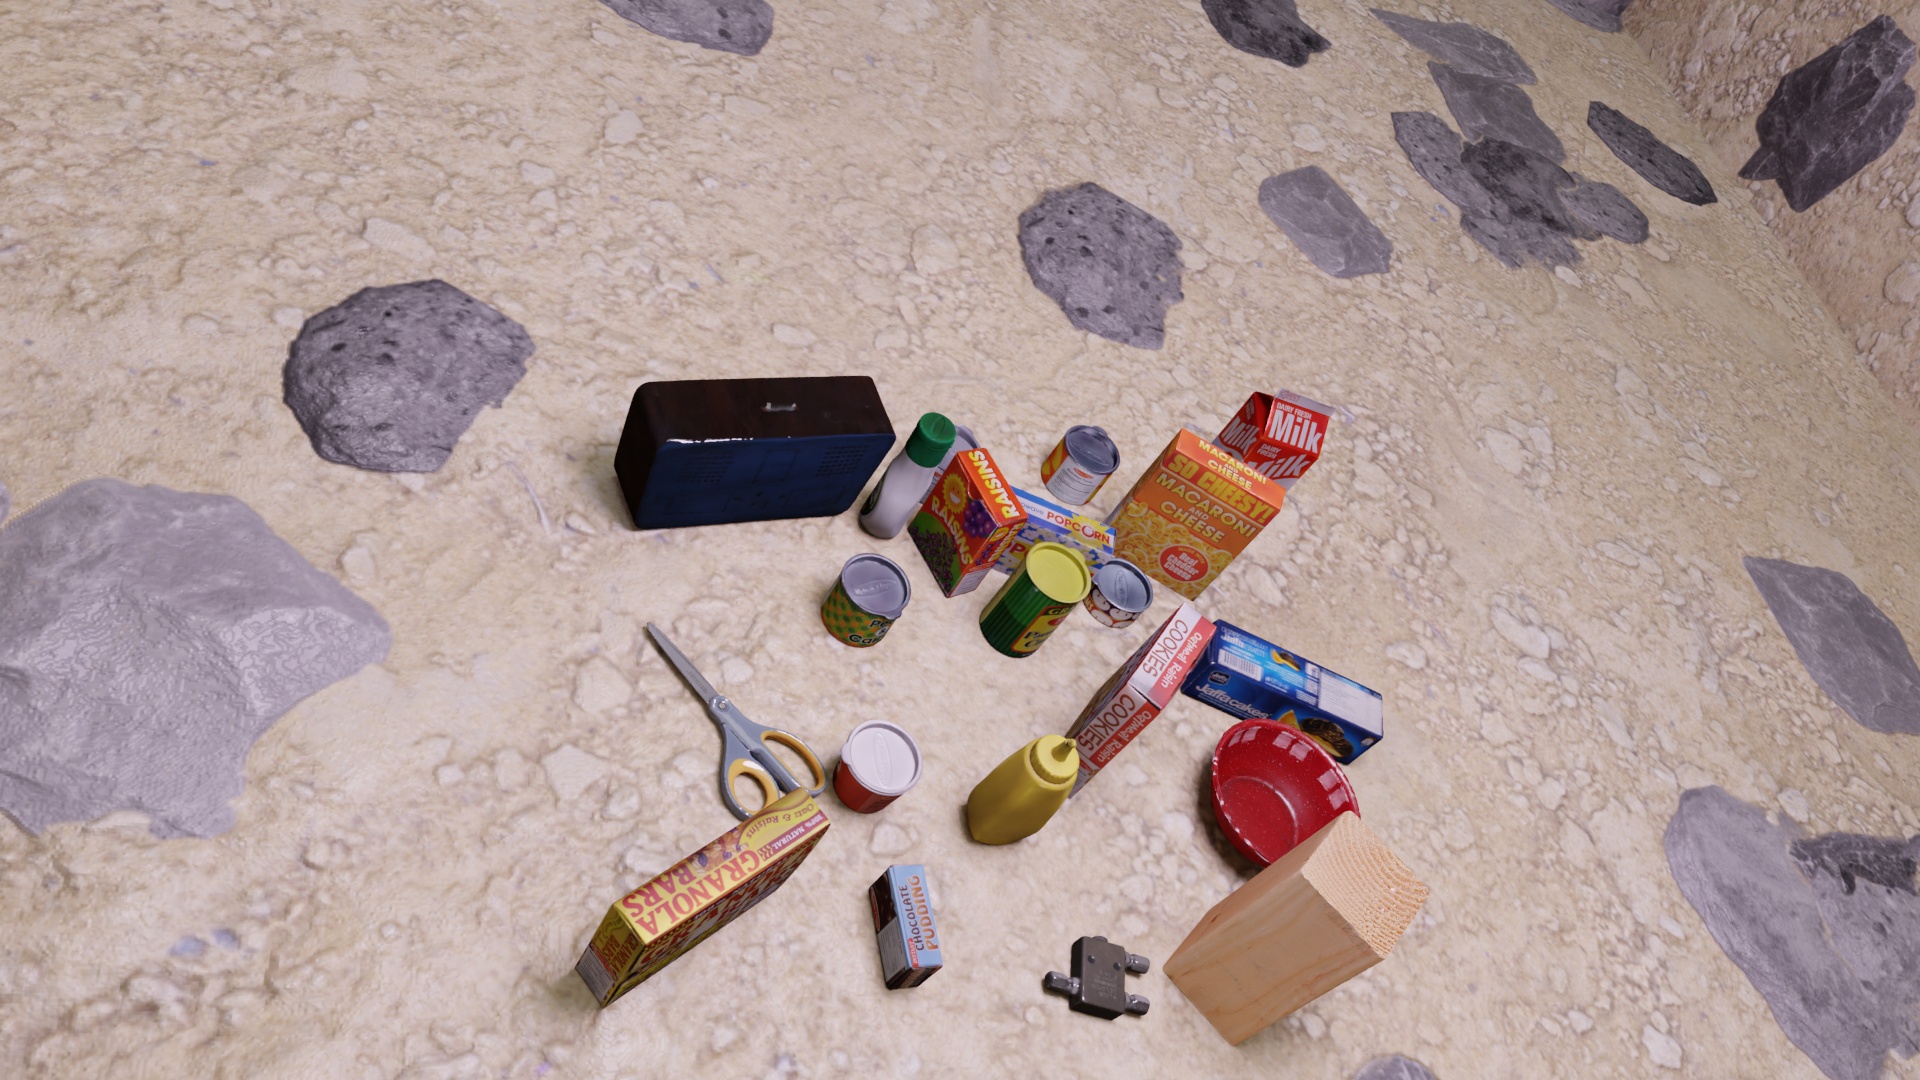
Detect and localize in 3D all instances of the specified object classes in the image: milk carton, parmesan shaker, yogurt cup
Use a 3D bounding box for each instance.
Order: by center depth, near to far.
[{"bbox_3d":[-0.072,0.190,1.147,0.072,0.053,0.073,15,49,-18],"label":"yogurt cup"},{"bbox_3d":[0.071,0.056,1.300,0.071,0.102,0.072,15,49,-18],"label":"parmesan shaker"},{"bbox_3d":[0.322,-0.092,1.499,0.072,0.189,0.074,17,49,-17],"label":"milk carton"}]

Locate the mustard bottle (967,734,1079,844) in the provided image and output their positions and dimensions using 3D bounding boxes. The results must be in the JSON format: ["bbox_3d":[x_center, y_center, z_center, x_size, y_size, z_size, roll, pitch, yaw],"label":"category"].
[{"bbox_3d":[0.060,0.198,1.140,0.065,0.159,0.049,4,53,-27],"label":"mustard bottle"}]

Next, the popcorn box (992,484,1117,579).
[{"bbox_3d":[0.077,0.002,1.358,0.127,0.084,0.038,22,47,-12],"label":"popcorn box"}]

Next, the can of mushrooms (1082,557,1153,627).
[{"bbox_3d":[0.156,0.052,1.399,0.071,0.033,0.071,15,49,-18],"label":"can of mushrooms"}]

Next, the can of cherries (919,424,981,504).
[{"bbox_3d":[-0.018,-0.076,1.386,0.071,0.058,0.072,15,49,-18],"label":"can of cherries"}]

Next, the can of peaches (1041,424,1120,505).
[{"bbox_3d":[0.127,-0.081,1.472,0.071,0.057,0.071,15,49,-18],"label":"can of peaches"}]

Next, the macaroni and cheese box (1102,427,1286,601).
[{"bbox_3d":[0.231,-0.025,1.410,0.124,0.165,0.040,30,46,-5],"label":"macaroni and cheese box"}]

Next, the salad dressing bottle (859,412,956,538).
[{"bbox_3d":[-0.048,-0.060,1.295,0.044,0.147,0.064,29,46,-6],"label":"salad dressing bottle"}]

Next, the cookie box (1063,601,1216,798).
[{"bbox_3d":[0.148,0.143,1.229,0.040,0.166,0.123,40,46,4],"label":"cookie box"}]

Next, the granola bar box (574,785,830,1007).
[{"bbox_3d":[-0.182,0.252,0.986,0.166,0.123,0.039,-28,72,-41],"label":"granola bar box"}]

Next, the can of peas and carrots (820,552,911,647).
[{"bbox_3d":[-0.084,0.056,1.244,0.071,0.058,0.071,15,49,-18],"label":"can of peas and carrots"}]

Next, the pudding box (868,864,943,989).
[{"bbox_3d":[-0.043,0.299,1.079,0.030,0.049,0.084,4,53,-27],"label":"pudding box"}]

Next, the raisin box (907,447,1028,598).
[{"bbox_3d":[0.005,-0.016,1.306,0.040,0.122,0.086,-12,62,-36],"label":"raisin box"}]
